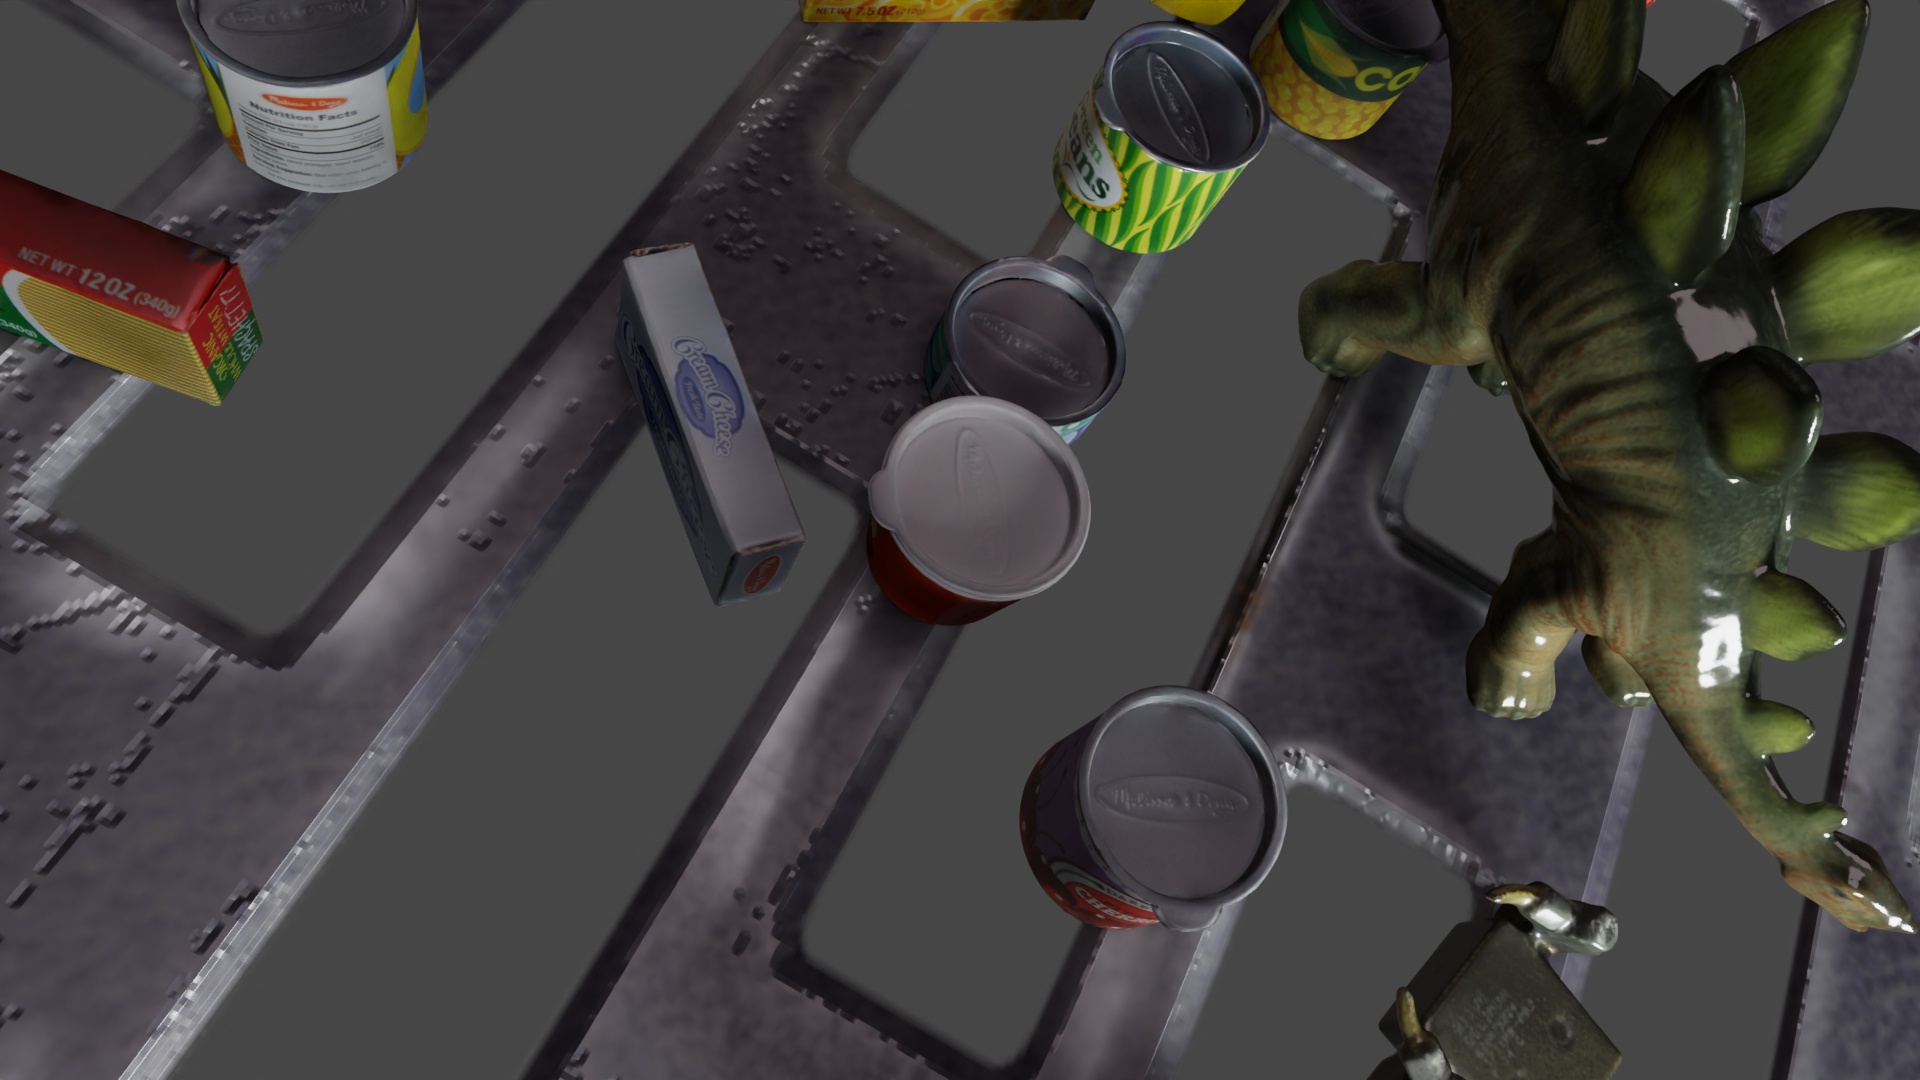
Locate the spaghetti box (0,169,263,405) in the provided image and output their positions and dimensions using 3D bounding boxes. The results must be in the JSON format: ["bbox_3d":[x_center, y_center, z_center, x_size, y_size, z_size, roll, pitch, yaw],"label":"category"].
[{"bbox_3d":[-0.327,-0.103,0.386,0.250,0.050,0.029,21,65,-9],"label":"spaghetti box"}]

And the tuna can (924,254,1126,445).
[{"bbox_3d":[0.023,-0.066,0.491,0.071,0.032,0.071,6,68,-15],"label":"tuna can"}]

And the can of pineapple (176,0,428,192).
[{"bbox_3d":[-0.205,-0.155,0.441,0.071,0.057,0.071,6,68,-15],"label":"can of pineapple"}]

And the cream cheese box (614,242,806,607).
[{"bbox_3d":[-0.081,-0.035,0.435,0.024,0.053,0.104,-17,75,-23],"label":"cream cheese box"}]

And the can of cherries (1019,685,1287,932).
[{"bbox_3d":[0.057,0.086,0.427,0.071,0.058,0.072,6,68,-15],"label":"can of cherries"}]

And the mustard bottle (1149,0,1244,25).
[{"bbox_3d":[0.121,-0.272,0.534,0.049,0.159,0.065,17,65,-11],"label":"mustard bottle"}]

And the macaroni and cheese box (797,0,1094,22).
[{"bbox_3d":[0.014,-0.254,0.489,0.124,0.165,0.040,-9,72,-20],"label":"macaroni and cheese box"}]

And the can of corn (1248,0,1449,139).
[{"bbox_3d":[0.164,-0.209,0.579,0.071,0.058,0.071,6,68,-15],"label":"can of corn"}]

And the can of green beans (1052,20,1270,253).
[{"bbox_3d":[0.074,-0.152,0.528,0.071,0.057,0.071,6,68,-15],"label":"can of green beans"}]

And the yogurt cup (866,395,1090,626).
[{"bbox_3d":[0.002,-0.006,0.449,0.072,0.053,0.072,6,68,-15],"label":"yogurt cup"}]
